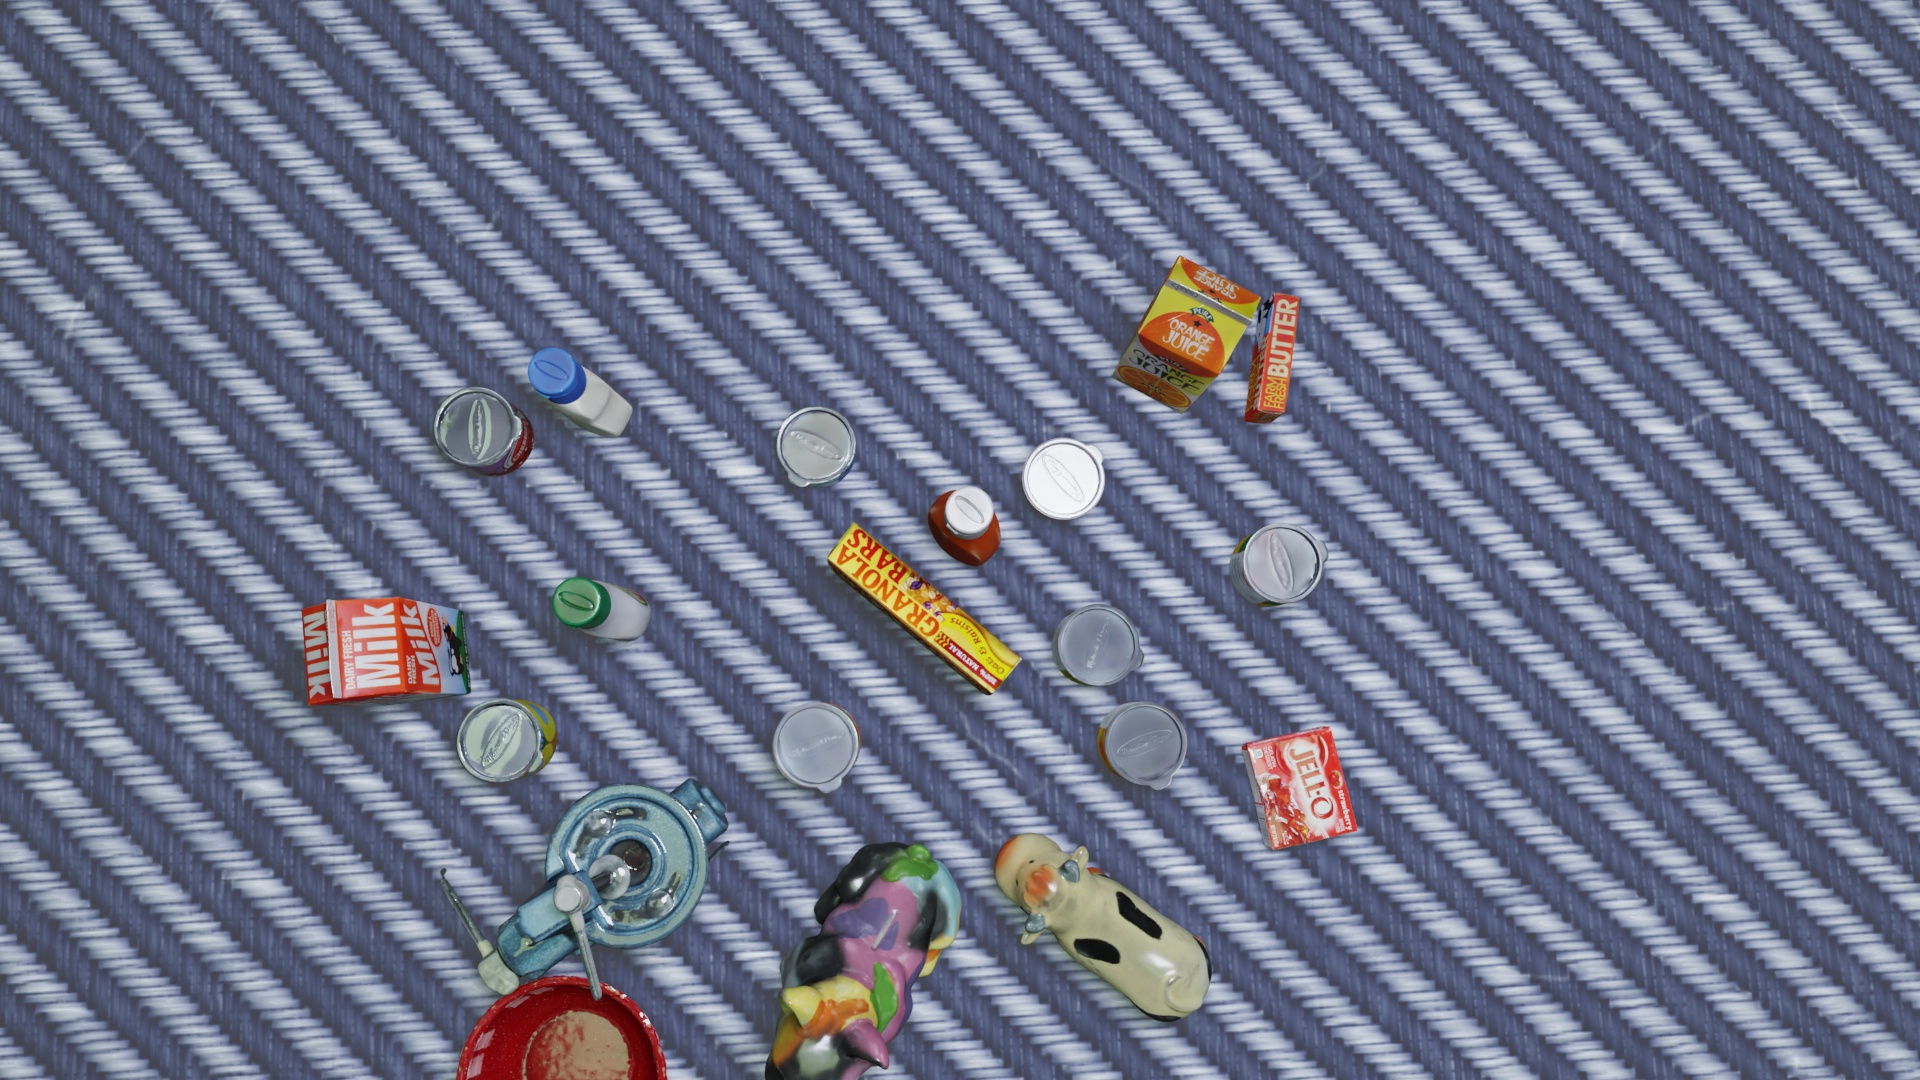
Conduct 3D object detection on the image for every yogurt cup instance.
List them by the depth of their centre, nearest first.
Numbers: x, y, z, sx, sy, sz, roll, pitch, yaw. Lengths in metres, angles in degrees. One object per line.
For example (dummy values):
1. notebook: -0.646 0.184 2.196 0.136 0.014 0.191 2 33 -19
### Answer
1. yogurt cup: 0.084 -0.048 1.161 0.072 0.054 0.072 0 83 -2

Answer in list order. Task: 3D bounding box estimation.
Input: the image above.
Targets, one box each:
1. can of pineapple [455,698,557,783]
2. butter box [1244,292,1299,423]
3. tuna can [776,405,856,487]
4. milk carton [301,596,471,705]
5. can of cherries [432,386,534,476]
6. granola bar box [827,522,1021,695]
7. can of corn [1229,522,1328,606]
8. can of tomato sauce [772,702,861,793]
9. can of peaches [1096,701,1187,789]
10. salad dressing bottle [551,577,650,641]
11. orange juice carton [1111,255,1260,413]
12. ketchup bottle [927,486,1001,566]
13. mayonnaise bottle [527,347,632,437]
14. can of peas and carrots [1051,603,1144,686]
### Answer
1. can of pineapple: -0.363 0.162 1.118 0.071 0.058 0.071 0 83 -2
2. butter box: 0.264 -0.153 1.181 0.024 0.053 0.103 9 83 -1
3. tuna can: -0.122 -0.076 1.168 0.071 0.033 0.071 0 83 -2
4. milk carton: -0.441 0.086 1.058 0.073 0.190 0.072 -8 84 -3
5. can of cherries: -0.390 -0.088 1.147 0.071 0.058 0.071 0 83 -2
6. granola bar box: -0.030 0.058 1.109 0.165 0.124 0.039 39 84 3
7. can of corn: 0.264 0.021 1.157 0.071 0.058 0.071 0 83 -2
8. can of tomato sauce: -0.112 0.164 1.114 0.071 0.083 0.071 0 83 -2
9. can of peaches: 0.148 0.167 1.135 0.071 0.058 0.071 0 83 -2
10. salad dressing bottle: -0.283 0.053 1.089 0.064 0.147 0.044 21 83 1
11. orange juice carton: 0.180 -0.166 1.109 0.072 0.192 0.073 28 84 1
12. ketchup bottle: 0.004 -0.014 1.106 0.065 0.148 0.043 43 84 3
13. mayonnaise bottle: -0.307 -0.119 1.109 0.065 0.148 0.041 26 84 1
14. can of peas and carrots: 0.113 0.088 1.143 0.071 0.058 0.071 0 83 -2
